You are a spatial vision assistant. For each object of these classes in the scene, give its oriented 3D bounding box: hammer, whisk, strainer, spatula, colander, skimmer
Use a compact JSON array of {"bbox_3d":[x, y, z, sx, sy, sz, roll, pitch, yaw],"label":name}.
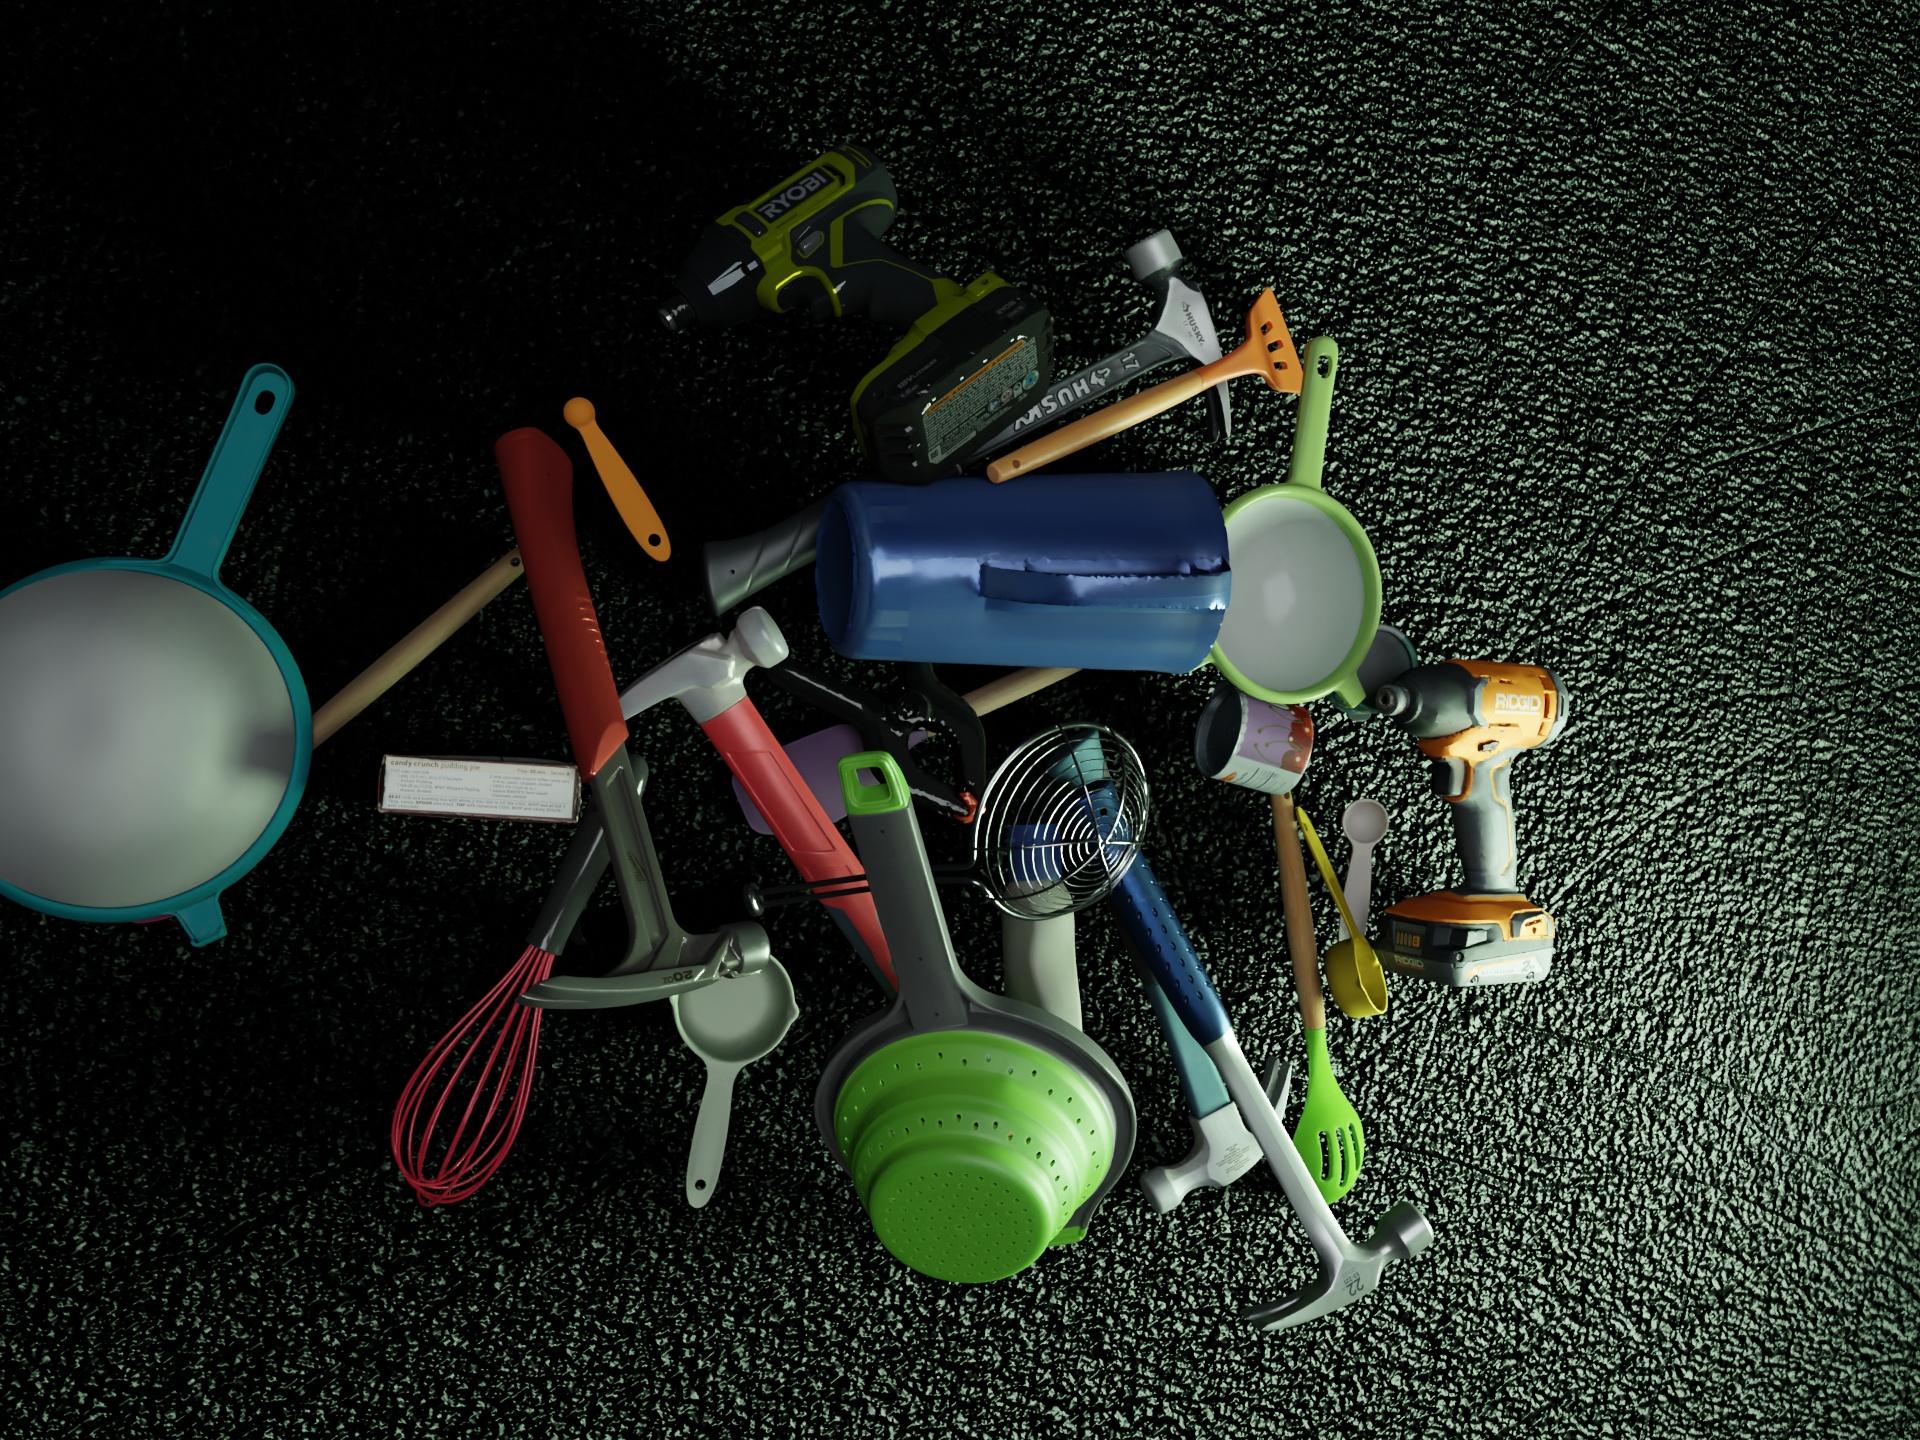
[{"bbox_3d":[0.174,0.226,1.079,0.144,0.035,0.405,-31,98,-13],"label":"hammer"},{"bbox_3d":[-0.261,0.154,0.958,0.073,0.073,0.296,27,86,-15],"label":"whisk"},{"bbox_3d":[0.222,-0.139,1.113,0.151,0.069,0.256,11,85,-22],"label":"strainer"},{"bbox_3d":[-0.002,-0.003,1.072,0.316,0.018,0.060,-25,92,-15],"label":"spatula"},{"bbox_3d":[-0.083,0.123,1.028,0.143,0.038,0.386,-31,104,6],"label":"hammer"},{"bbox_3d":[-0.223,-0.011,0.920,0.149,0.036,0.359,-2,64,-43],"label":"hammer"},{"bbox_3d":[0.133,0.166,1.104,0.128,0.033,0.331,-23,96,-15],"label":"hammer"},{"bbox_3d":[0.006,-0.179,1.068,0.409,0.036,0.149,-30,99,-14],"label":"hammer"},{"bbox_3d":[-0.014,0.204,0.936,0.204,0.095,0.396,-8,119,12],"label":"colander"},{"bbox_3d":[-0.455,-0.051,0.885,0.211,0.095,0.340,22,83,-10],"label":"strainer"},{"bbox_3d":[0.133,-0.213,1.052,0.322,0.041,0.081,-29,101,-33],"label":"spatula"},{"bbox_3d":[-0.065,0.084,0.982,0.363,0.090,0.127,-10,120,13],"label":"skimmer"}]

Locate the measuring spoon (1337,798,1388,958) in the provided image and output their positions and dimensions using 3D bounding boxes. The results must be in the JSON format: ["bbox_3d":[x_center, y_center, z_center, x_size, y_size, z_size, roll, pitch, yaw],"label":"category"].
[{"bbox_3d":[0.288,0.118,1.164,0.034,0.018,0.124,6,95,-4],"label":"measuring spoon"}]

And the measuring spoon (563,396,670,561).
[{"bbox_3d":[-0.217,-0.153,1.011,0.021,0.011,0.117,-32,98,-15],"label":"measuring spoon"}]

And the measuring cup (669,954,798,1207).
[{"bbox_3d":[-0.155,0.223,1.015,0.083,0.038,0.167,11,88,-17],"label":"measuring cup"}]

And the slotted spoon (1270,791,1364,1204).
[{"bbox_3d":[0.249,0.195,1.142,0.070,0.031,0.314,-8,90,-30],"label":"slotted spoon"}]

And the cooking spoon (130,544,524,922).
[{"bbox_3d":[-0.380,0.000,0.957,0.319,0.017,0.068,-43,96,-12],"label":"cooking spoon"}]

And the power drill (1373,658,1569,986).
[{"bbox_3d":[0.353,0.069,1.129,0.164,0.084,0.226,3,90,-32],"label":"power drill"}]

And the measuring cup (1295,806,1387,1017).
[{"bbox_3d":[0.262,0.138,1.137,0.029,0.062,0.156,-24,85,27],"label":"measuring cup"}]

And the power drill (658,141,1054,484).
[{"bbox_3d":[-0.066,-0.250,0.976,0.171,0.080,0.223,-39,62,-15],"label":"power drill"}]
